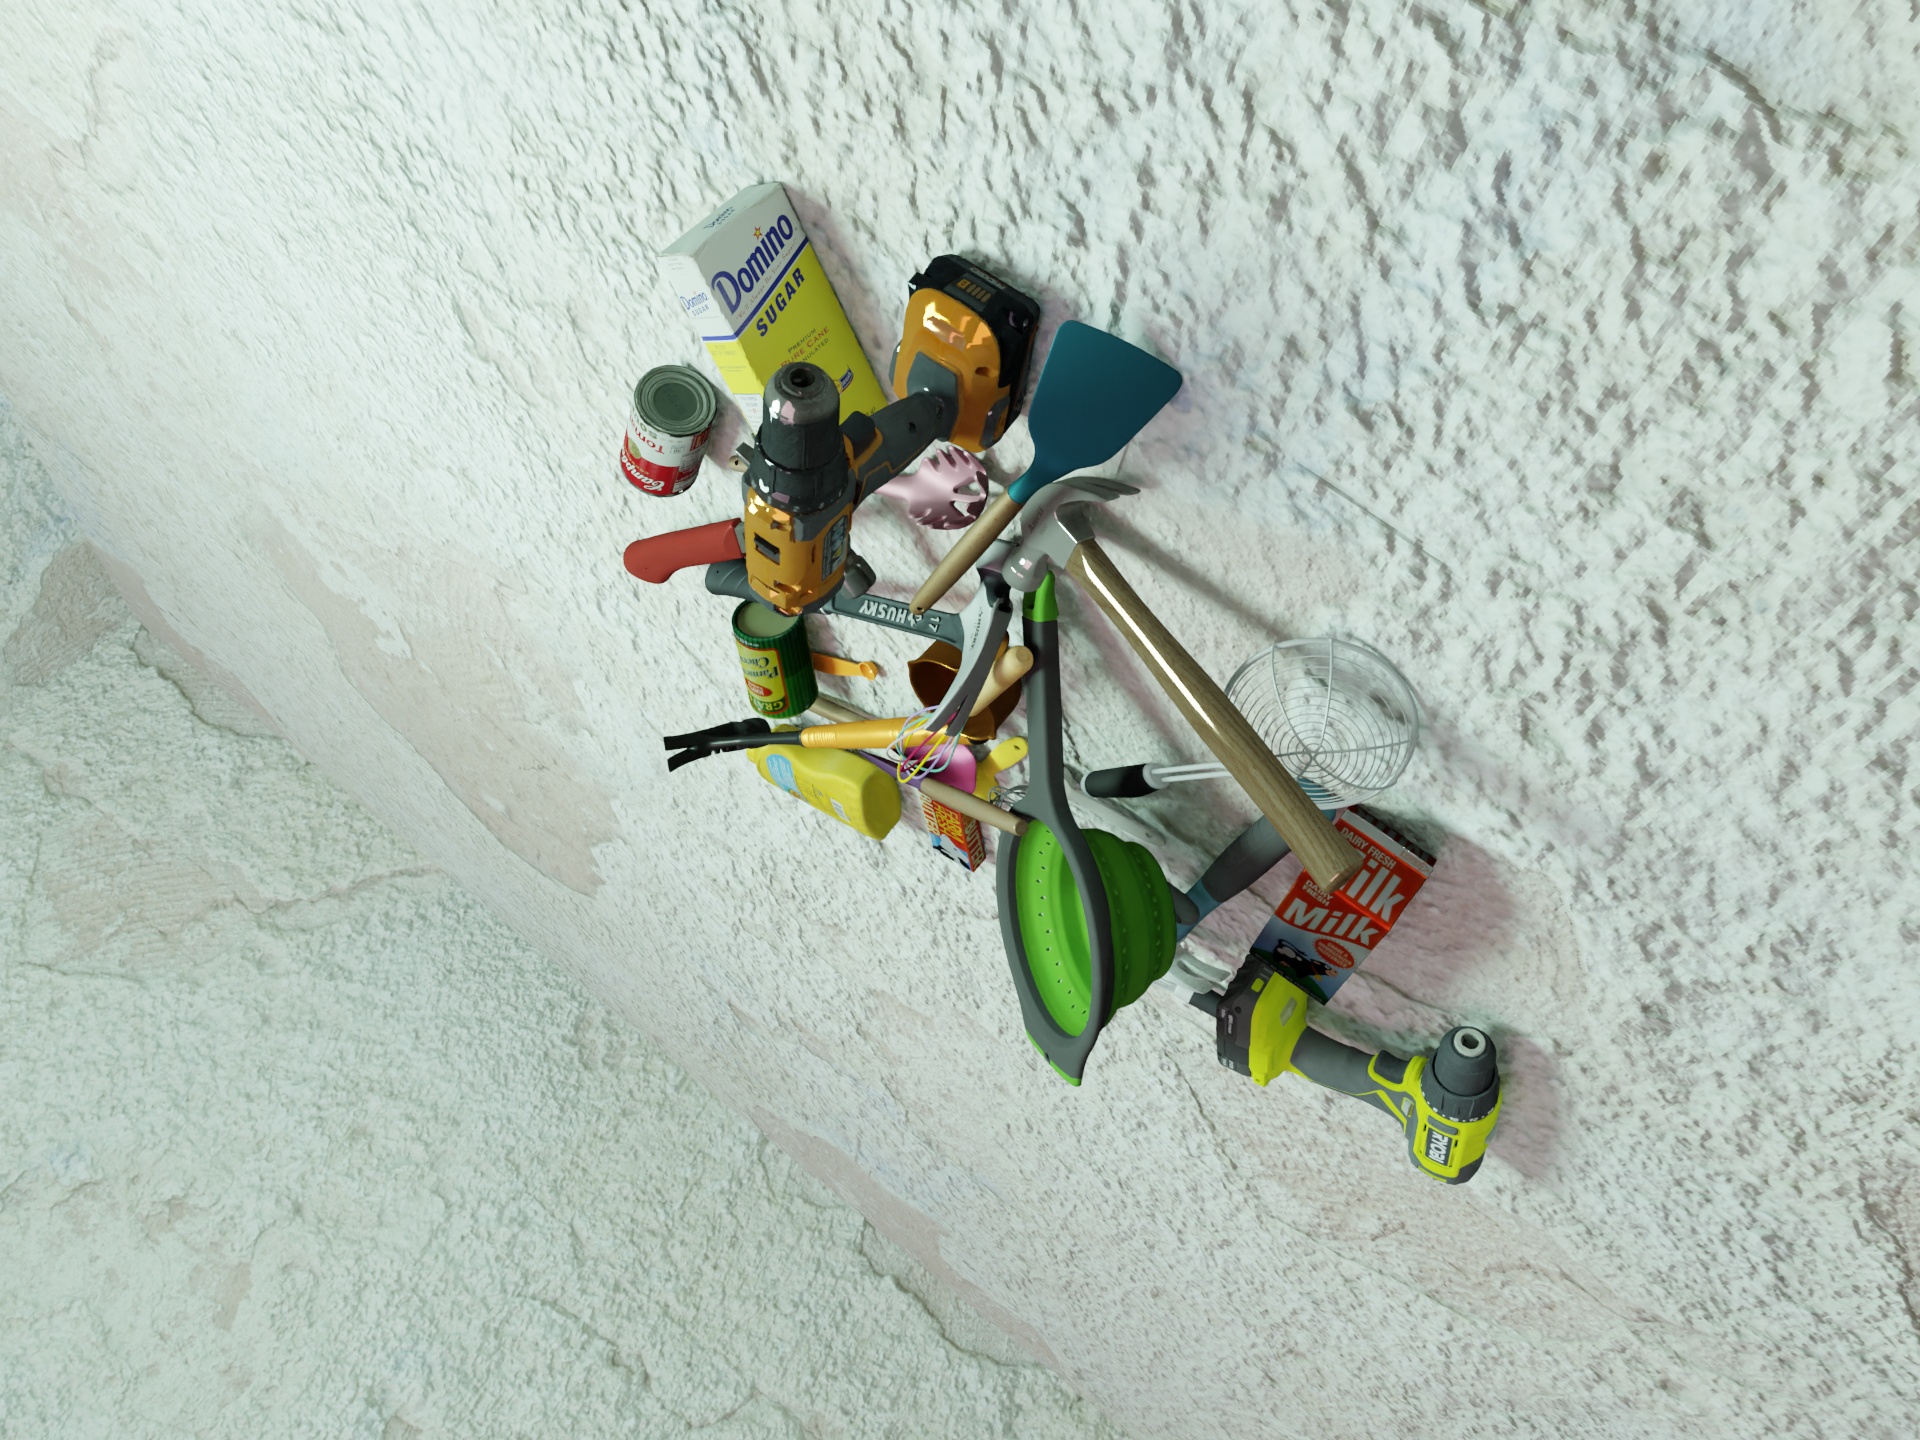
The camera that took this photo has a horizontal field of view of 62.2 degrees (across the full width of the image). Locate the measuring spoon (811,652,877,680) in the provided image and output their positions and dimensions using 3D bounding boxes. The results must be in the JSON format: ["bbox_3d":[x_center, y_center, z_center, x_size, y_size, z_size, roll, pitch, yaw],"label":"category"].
[{"bbox_3d":[-0.112,-0.053,1.474,0.117,0.011,0.021,12,133,50],"label":"measuring spoon"}]

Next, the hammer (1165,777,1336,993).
[{"bbox_3d":[0.208,0.127,1.268,0.128,0.033,0.330,53,152,13],"label":"hammer"}]

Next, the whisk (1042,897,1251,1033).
[{"bbox_3d":[0.179,0.228,1.454,0.285,0.070,0.070,28,150,16],"label":"whisk"}]

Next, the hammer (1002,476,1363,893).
[{"bbox_3d":[0.145,-0.028,1.029,0.331,0.031,0.130,53,145,21],"label":"hammer"}]

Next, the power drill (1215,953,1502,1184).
[{"bbox_3d":[0.327,0.271,1.294,0.229,0.080,0.190,23,148,27],"label":"power drill"}]

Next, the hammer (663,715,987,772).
[{"bbox_3d":[-0.117,0.014,1.442,0.337,0.127,0.034,-4,98,38],"label":"hammer"}]

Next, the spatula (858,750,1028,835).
[{"bbox_3d":[-0.019,0.059,1.351,0.059,0.018,0.316,31,175,-26],"label":"spatula"}]

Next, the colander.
[{"bbox_3d":[0.101,0.076,1.218,0.205,0.094,0.397,-146,50,-66],"label":"colander"}]

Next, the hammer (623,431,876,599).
[{"bbox_3d":[-0.208,-0.158,1.342,0.149,0.037,0.359,52,155,-23],"label":"hammer"}]

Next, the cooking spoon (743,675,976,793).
[{"bbox_3d":[-0.101,0.001,1.507,0.319,0.017,0.068,23,123,39],"label":"cooking spoon"}]

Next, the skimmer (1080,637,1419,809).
[{"bbox_3d":[0.188,0.017,1.158,0.127,0.090,0.363,45,163,-10],"label":"skimmer"}]

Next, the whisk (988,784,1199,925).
[{"bbox_3d":[0.109,0.114,1.344,0.239,0.055,0.055,30,152,40],"label":"whisk"}]

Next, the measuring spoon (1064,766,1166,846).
[{"bbox_3d":[0.121,0.070,1.343,0.124,0.018,0.034,30,149,9],"label":"measuring spoon"}]

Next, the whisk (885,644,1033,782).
[{"bbox_3d":[-0.002,-0.002,1.251,0.051,0.047,0.245,45,149,-3],"label":"whisk"}]

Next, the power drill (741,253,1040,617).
[{"bbox_3d":[-0.046,-0.186,0.951,0.084,0.226,0.185,35,152,14],"label":"power drill"}]

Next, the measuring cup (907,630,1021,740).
[{"bbox_3d":[0.020,-0.048,1.260,0.095,0.052,0.173,41,151,2],"label":"measuring cup"}]

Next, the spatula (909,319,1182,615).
[{"bbox_3d":[0.032,-0.146,1.053,0.082,0.044,0.317,22,152,-15],"label":"spatula"}]

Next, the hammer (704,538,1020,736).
[{"bbox_3d":[-0.099,-0.093,1.302,0.036,0.149,0.409,15,-179,-39],"label":"hammer"}]

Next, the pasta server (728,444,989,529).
[{"bbox_3d":[-0.086,-0.186,1.214,0.316,0.060,0.040,16,-178,45],"label":"pasta server"}]

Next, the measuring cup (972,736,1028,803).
[{"bbox_3d":[0.022,0.048,1.416,0.062,0.029,0.156,43,154,-2],"label":"measuring cup"}]
